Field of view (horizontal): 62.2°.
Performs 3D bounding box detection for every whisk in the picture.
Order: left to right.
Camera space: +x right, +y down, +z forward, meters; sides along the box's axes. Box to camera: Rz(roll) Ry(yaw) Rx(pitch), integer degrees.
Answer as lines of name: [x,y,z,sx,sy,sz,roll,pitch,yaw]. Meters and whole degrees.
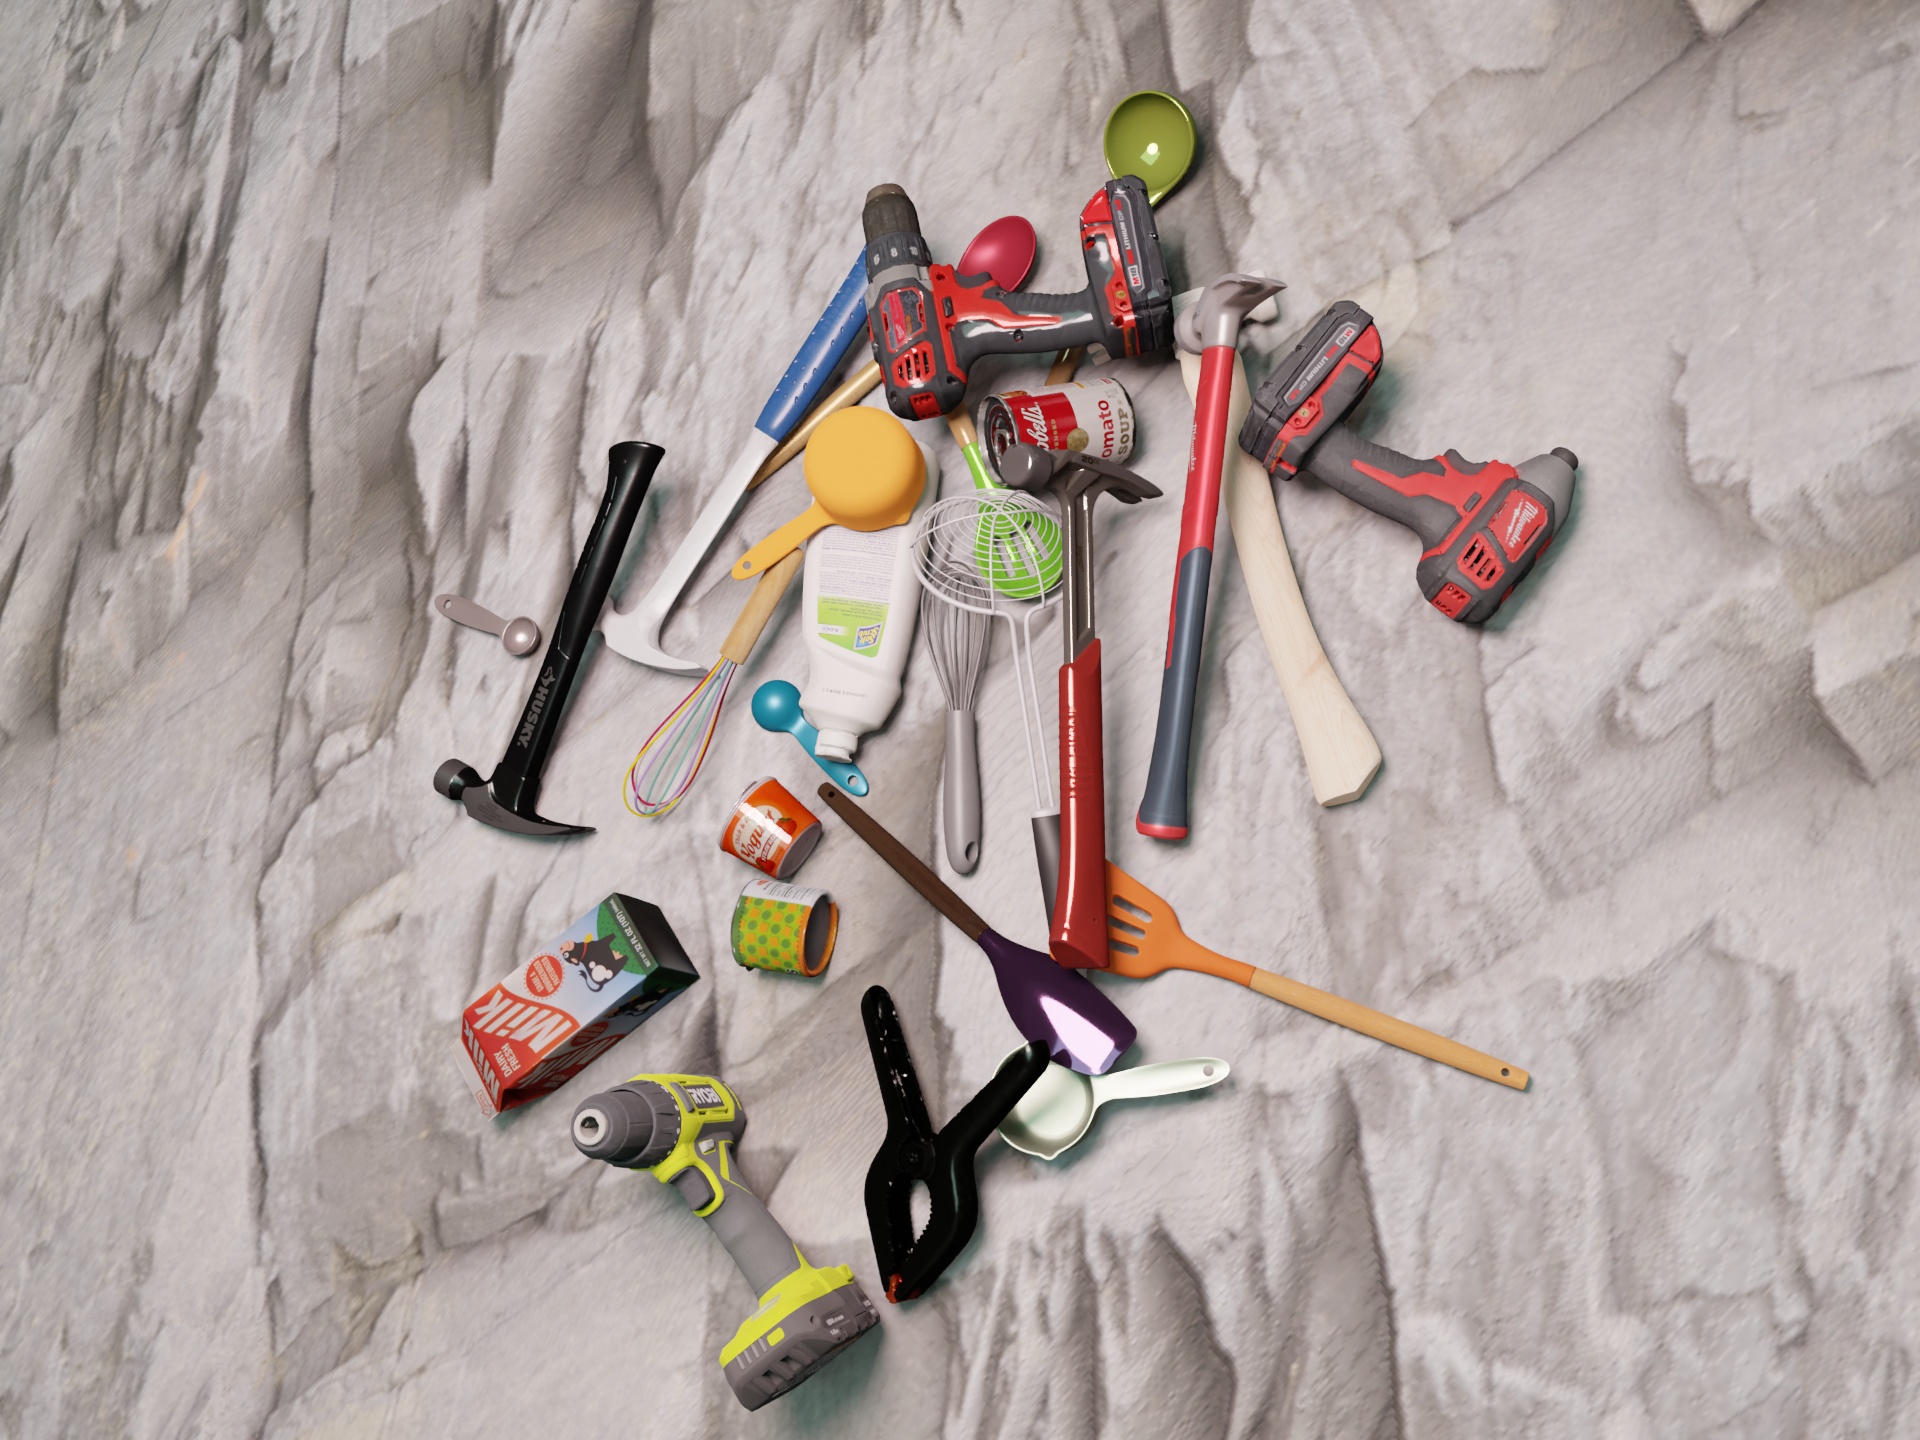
whisk: [-0.191,-0.030,1.230,0.047,0.051,0.245,29,95,-11]
whisk: [-0.002,-0.004,1.191,0.055,0.055,0.239,-5,77,16]

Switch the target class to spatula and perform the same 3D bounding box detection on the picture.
spatula: [-0.002,0.141,1.145,0.060,0.018,0.316,-44,60,-10]
spatula: [0.219,0.181,1.071,0.323,0.041,0.081,19,77,20]

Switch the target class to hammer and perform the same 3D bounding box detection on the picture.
hammer: [-0.307,-0.065,1.272,0.146,0.035,0.335,25,96,23]
hammer: [-0.158,-0.218,1.285,0.144,0.035,0.405,34,91,22]
hammer: [0.090,-0.009,1.108,0.037,0.149,0.359,-10,77,44]
hammer: [0.166,-0.109,1.100,0.038,0.143,0.386,6,91,-10]
hammer: [0.210,-0.132,1.165,0.146,0.038,0.411,-18,71,13]

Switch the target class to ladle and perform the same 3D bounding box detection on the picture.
ladle: [-0.060,-0.294,1.300,0.315,0.031,0.069,-40,57,5]
ladle: [0.103,-0.343,1.248,0.078,0.062,0.320,21,84,25]

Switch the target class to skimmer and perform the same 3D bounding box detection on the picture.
skimmer: [0.046,0.006,1.157,0.127,0.090,0.363,-8,89,-13]

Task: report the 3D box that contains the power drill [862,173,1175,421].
power drill: [0.035,-0.337,1.197,0.226,0.080,0.188,-13,76,8]

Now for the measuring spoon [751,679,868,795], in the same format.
measuring spoon: [-0.118,0.013,1.233,0.129,0.021,0.042,43,90,22]

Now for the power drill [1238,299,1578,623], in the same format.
power drill: [0.317,-0.183,1.107,0.220,0.078,0.143,40,79,9]

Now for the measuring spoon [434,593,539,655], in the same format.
measuring spoon: [-0.403,-0.084,1.357,0.124,0.018,0.034,22,82,28]

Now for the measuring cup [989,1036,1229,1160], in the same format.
measuring cup: [0.103,0.252,1.090,0.167,0.038,0.083,-12,72,12]

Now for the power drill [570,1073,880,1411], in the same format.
power drill: [-0.164,0.337,1.070,0.080,0.190,0.229,-39,72,3]

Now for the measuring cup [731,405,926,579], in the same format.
measuring cup: [-0.107,-0.165,1.188,0.173,0.052,0.095,-37,75,0]

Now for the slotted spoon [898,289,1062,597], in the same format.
slotted spoon: [0.000,-0.236,1.234,0.070,0.031,0.314,-25,81,7]
